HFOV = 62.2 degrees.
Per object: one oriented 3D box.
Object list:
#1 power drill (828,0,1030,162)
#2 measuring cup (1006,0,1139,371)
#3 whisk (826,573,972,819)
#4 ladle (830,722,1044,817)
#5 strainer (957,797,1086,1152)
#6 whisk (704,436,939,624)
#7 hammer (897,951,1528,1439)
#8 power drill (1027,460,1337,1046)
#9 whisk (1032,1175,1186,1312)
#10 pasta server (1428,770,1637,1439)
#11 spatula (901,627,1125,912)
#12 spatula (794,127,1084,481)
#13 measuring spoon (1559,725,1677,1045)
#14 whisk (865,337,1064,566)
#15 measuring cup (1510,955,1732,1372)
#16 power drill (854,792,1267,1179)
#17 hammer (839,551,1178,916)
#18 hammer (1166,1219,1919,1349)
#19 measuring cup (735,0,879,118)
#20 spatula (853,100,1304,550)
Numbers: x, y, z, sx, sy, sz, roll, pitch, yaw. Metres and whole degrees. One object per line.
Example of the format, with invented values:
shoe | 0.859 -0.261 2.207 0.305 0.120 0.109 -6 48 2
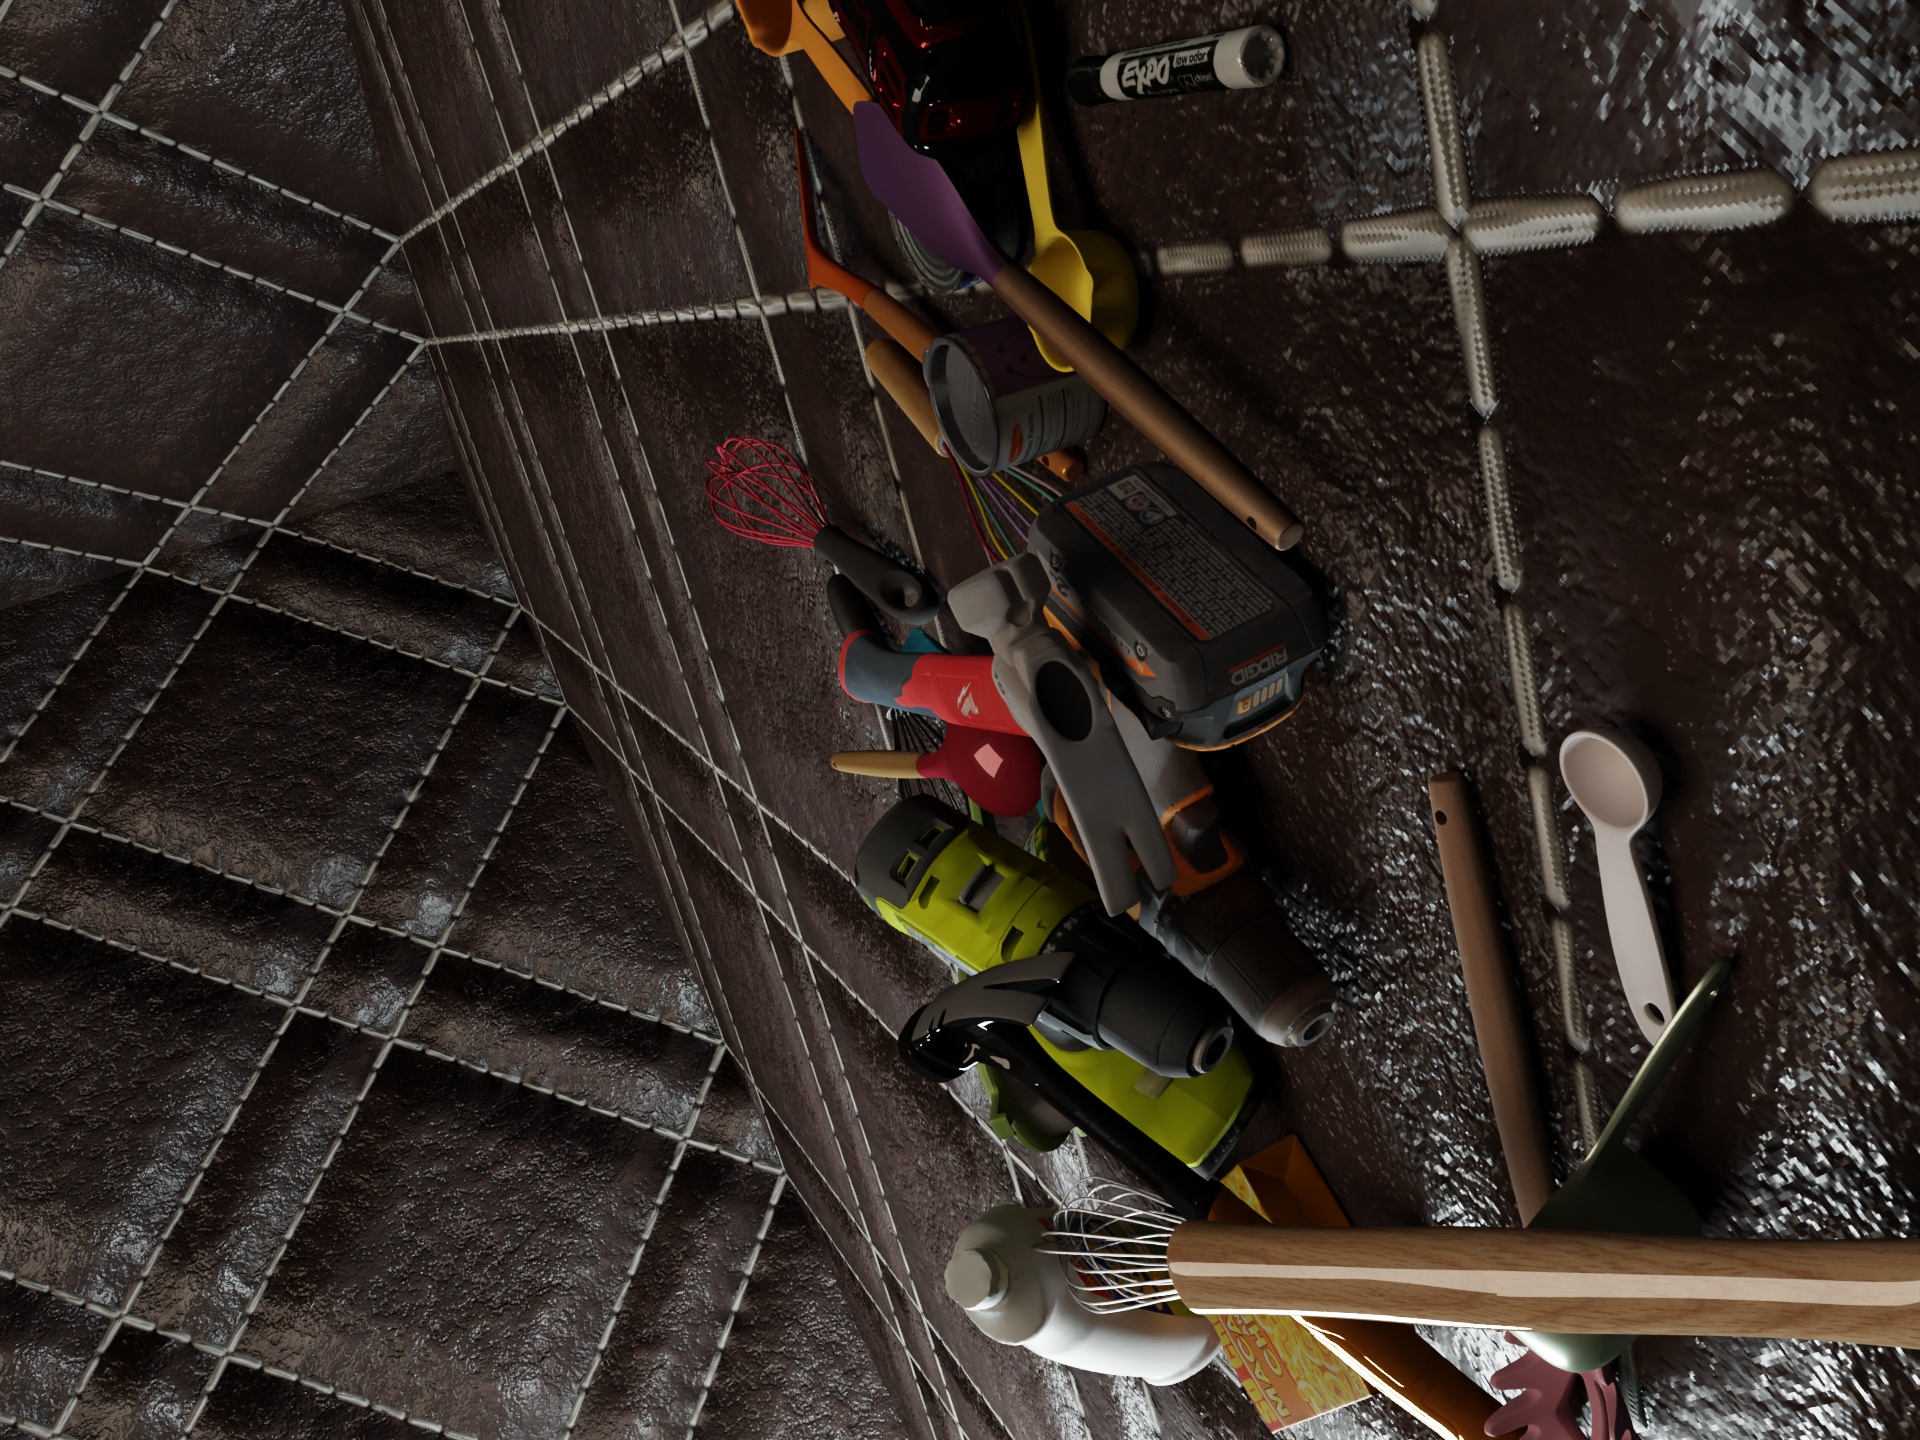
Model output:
power drill | -0.021 -0.355 0.601 0.226 0.080 0.188 101 149 -62
measuring cup | 0.044 -0.224 0.662 0.062 0.029 0.156 172 89 -68
whisk | -0.043 -0.008 1.087 0.055 0.055 0.239 100 147 -57
ladle | -0.029 0.026 0.985 0.315 0.031 0.069 -3 110 68
strainer | 0.051 0.125 0.961 0.151 0.069 0.256 29 -133 -62
whisk | -0.100 -0.130 1.088 0.296 0.073 0.073 38 145 46
hammer | 0.127 0.218 0.659 0.337 0.034 0.127 40 150 -6
power drill | 0.101 0.025 0.687 0.186 0.084 0.226 51 159 37
whisk | 0.139 0.257 0.759 0.284 0.070 0.070 -17 95 49
pasta server | 0.212 0.170 0.604 0.060 0.040 0.316 4 114 56
spatula | 0.057 0.084 0.918 0.318 0.044 0.082 61 158 18
spatula | -0.026 -0.217 0.851 0.323 0.041 0.081 48 152 36
measuring spoon | 0.217 0.054 0.506 0.034 0.018 0.124 30 145 61
whisk | 0.003 -0.137 0.829 0.051 0.047 0.245 86 157 -45
measuring cup | 0.226 0.149 0.518 0.038 0.083 0.167 41 133 37
power drill | 0.066 0.138 0.754 0.191 0.080 0.228 28 164 37
hammer | -0.001 -0.002 0.781 0.143 0.038 0.386 64 169 -9
hammer | 0.192 0.172 0.482 0.331 0.031 0.130 -20 90 48
measuring cup | -0.057 -0.340 0.755 0.174 0.052 0.095 58 159 22
spatula | 0.033 -0.167 0.641 0.316 0.018 0.059 52 162 33
